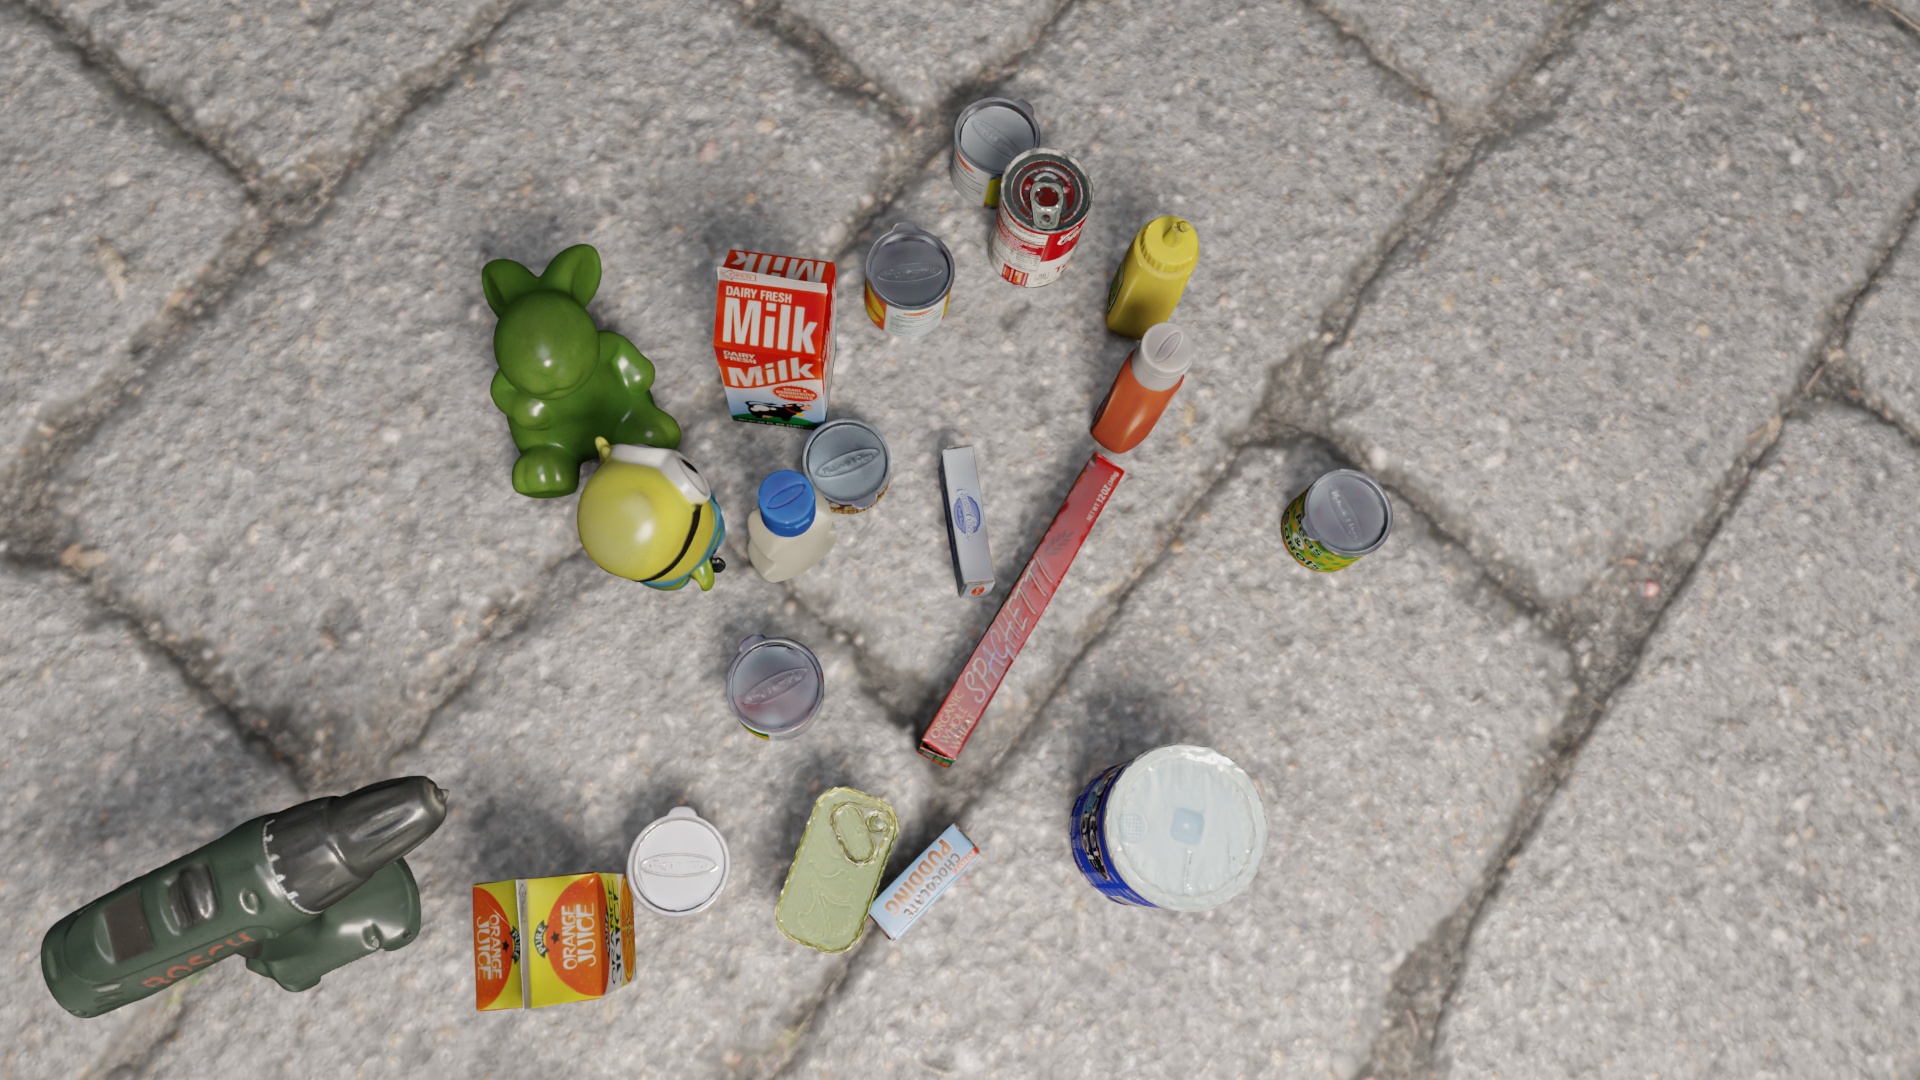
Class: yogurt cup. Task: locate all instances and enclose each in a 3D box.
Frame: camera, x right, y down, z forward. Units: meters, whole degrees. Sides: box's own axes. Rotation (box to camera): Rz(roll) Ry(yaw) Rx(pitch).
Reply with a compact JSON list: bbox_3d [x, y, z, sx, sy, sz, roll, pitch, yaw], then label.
[{"bbox_3d":[-0.186,0.218,0.930,0.072,0.053,0.072,1,76,-5],"label":"yogurt cup"}]

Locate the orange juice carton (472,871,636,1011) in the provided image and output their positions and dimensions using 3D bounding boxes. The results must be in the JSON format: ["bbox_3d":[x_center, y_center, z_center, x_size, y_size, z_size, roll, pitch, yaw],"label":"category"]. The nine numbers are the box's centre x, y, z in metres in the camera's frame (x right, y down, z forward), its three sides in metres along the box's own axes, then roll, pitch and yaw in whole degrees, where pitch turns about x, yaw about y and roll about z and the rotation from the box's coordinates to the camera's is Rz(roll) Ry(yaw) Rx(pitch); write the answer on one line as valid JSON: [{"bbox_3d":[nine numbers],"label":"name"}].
[{"bbox_3d":[-0.247,0.242,0.846,0.073,0.192,0.072,-5,76,-6],"label":"orange juice carton"}]

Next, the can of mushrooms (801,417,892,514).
[{"bbox_3d":[-0.083,-0.052,1.021,0.071,0.033,0.071,1,75,-5],"label":"can of mushrooms"}]

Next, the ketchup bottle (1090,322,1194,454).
[{"bbox_3d":[0.133,-0.111,0.997,0.043,0.148,0.065,37,76,4],"label":"ketchup bottle"}]

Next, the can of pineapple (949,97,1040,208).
[{"bbox_3d":[0.028,-0.302,1.084,0.071,0.057,0.071,1,76,-5],"label":"can of pineapple"}]

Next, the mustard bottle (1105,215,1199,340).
[{"bbox_3d":[0.143,-0.199,1.015,0.049,0.160,0.065,15,75,-1],"label":"mustard bottle"}]

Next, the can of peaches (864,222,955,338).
[{"bbox_3d":[-0.040,-0.195,1.050,0.071,0.058,0.071,1,76,-5],"label":"can of peaches"}]

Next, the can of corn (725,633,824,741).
[{"bbox_3d":[-0.129,0.102,0.964,0.071,0.058,0.071,1,76,-5],"label":"can of corn"}]

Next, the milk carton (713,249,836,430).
[{"bbox_3d":[-0.125,-0.142,0.959,0.072,0.190,0.073,7,75,-3],"label":"milk carton"}]

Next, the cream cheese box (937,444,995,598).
[{"bbox_3d":[0.004,-0.013,1.008,0.024,0.053,0.104,-8,76,-7],"label":"cream cheese box"}]

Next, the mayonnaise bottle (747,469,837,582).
[{"bbox_3d":[-0.116,-0.011,0.948,0.065,0.147,0.041,-32,81,-12],"label":"mayonnaise bottle"}]

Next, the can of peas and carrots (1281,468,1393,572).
[{"bbox_3d":[0.276,-0.012,1.031,0.071,0.058,0.071,1,76,-5],"label":"can of peas and carrots"}]

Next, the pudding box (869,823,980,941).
[{"bbox_3d":[-0.026,0.232,0.944,0.084,0.049,0.030,-43,83,-14],"label":"pudding box"}]

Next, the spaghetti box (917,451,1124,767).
[{"bbox_3d":[0.043,0.050,0.998,0.029,0.050,0.251,31,75,3],"label":"spaghetti box"}]
